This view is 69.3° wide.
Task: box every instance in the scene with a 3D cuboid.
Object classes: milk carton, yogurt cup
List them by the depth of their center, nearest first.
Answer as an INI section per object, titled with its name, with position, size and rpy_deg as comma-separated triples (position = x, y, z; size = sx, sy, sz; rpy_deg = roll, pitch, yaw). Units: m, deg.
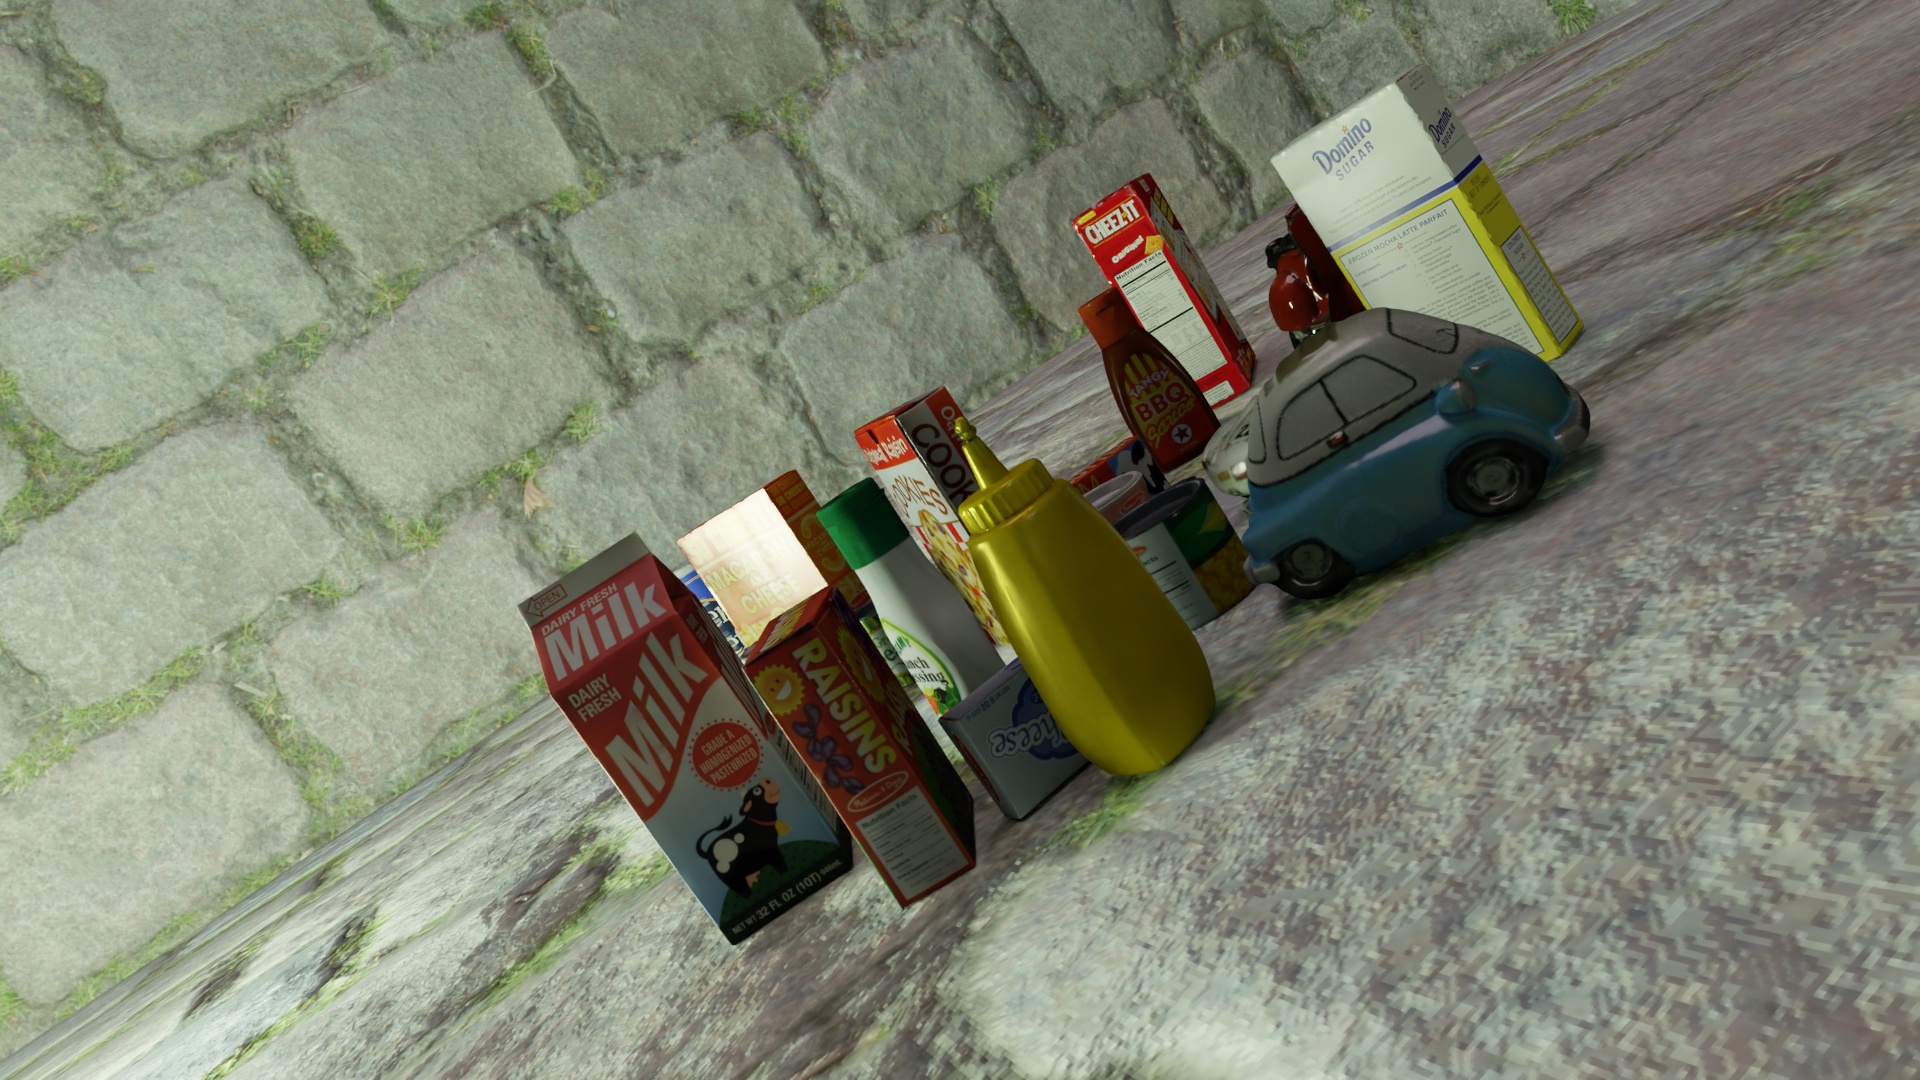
[milk carton]
position = -0.134, 0.092, 0.682
size = 0.072, 0.190, 0.073
rpy_deg = -33, 7, -1
[yogurt cup]
position = 0.097, -0.004, 0.874
size = 0.072, 0.054, 0.072
rpy_deg = -32, 8, 5

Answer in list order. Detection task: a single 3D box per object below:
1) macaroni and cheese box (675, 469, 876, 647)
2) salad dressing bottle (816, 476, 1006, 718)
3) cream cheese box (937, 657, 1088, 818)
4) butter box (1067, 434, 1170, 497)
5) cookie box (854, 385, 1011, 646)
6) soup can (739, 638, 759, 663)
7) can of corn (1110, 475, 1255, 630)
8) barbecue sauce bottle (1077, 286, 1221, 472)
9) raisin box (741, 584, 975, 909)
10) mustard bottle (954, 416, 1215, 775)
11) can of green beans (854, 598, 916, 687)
[macaroni and cheese box]
position = -0.123, 0.042, 1.036
size = 0.123, 0.166, 0.040
rpy_deg = -26, 10, 43
[salad dressing bottle]
position = -0.023, 0.036, 0.747
size = 0.044, 0.147, 0.064
rpy_deg = -36, 8, -21
[cream cheese box]
position = 0.045, 0.071, 0.613
size = 0.104, 0.053, 0.024
rpy_deg = -36, 8, -24
[butter box]
position = 0.101, -0.027, 1.003
size = 0.104, 0.053, 0.024
rpy_deg = -35, 8, -19
[cookie box]
position = 0.003, -0.011, 0.864
size = 0.040, 0.167, 0.123
rpy_deg = -34, 8, -14
[soup can]
position = -0.093, 0.092, 0.915
size = 0.071, 0.083, 0.071
rpy_deg = -32, 7, 5
[can of corn]
position = 0.113, 0.008, 0.716
size = 0.071, 0.058, 0.071
rpy_deg = -32, 8, 5
[barbecue sauce bottle]
position = 0.147, -0.131, 1.108
size = 0.065, 0.148, 0.044
rpy_deg = -32, 7, 7
[raisin box]
position = -0.041, 0.085, 0.605
size = 0.040, 0.123, 0.086
rpy_deg = -32, 7, 5
[mustard bottle]
position = 0.042, 0.017, 0.563
size = 0.048, 0.160, 0.065
rpy_deg = -24, 11, 48
[can of green beans]
position = -0.036, 0.062, 0.972
size = 0.071, 0.057, 0.071
rpy_deg = -32, 8, 5
